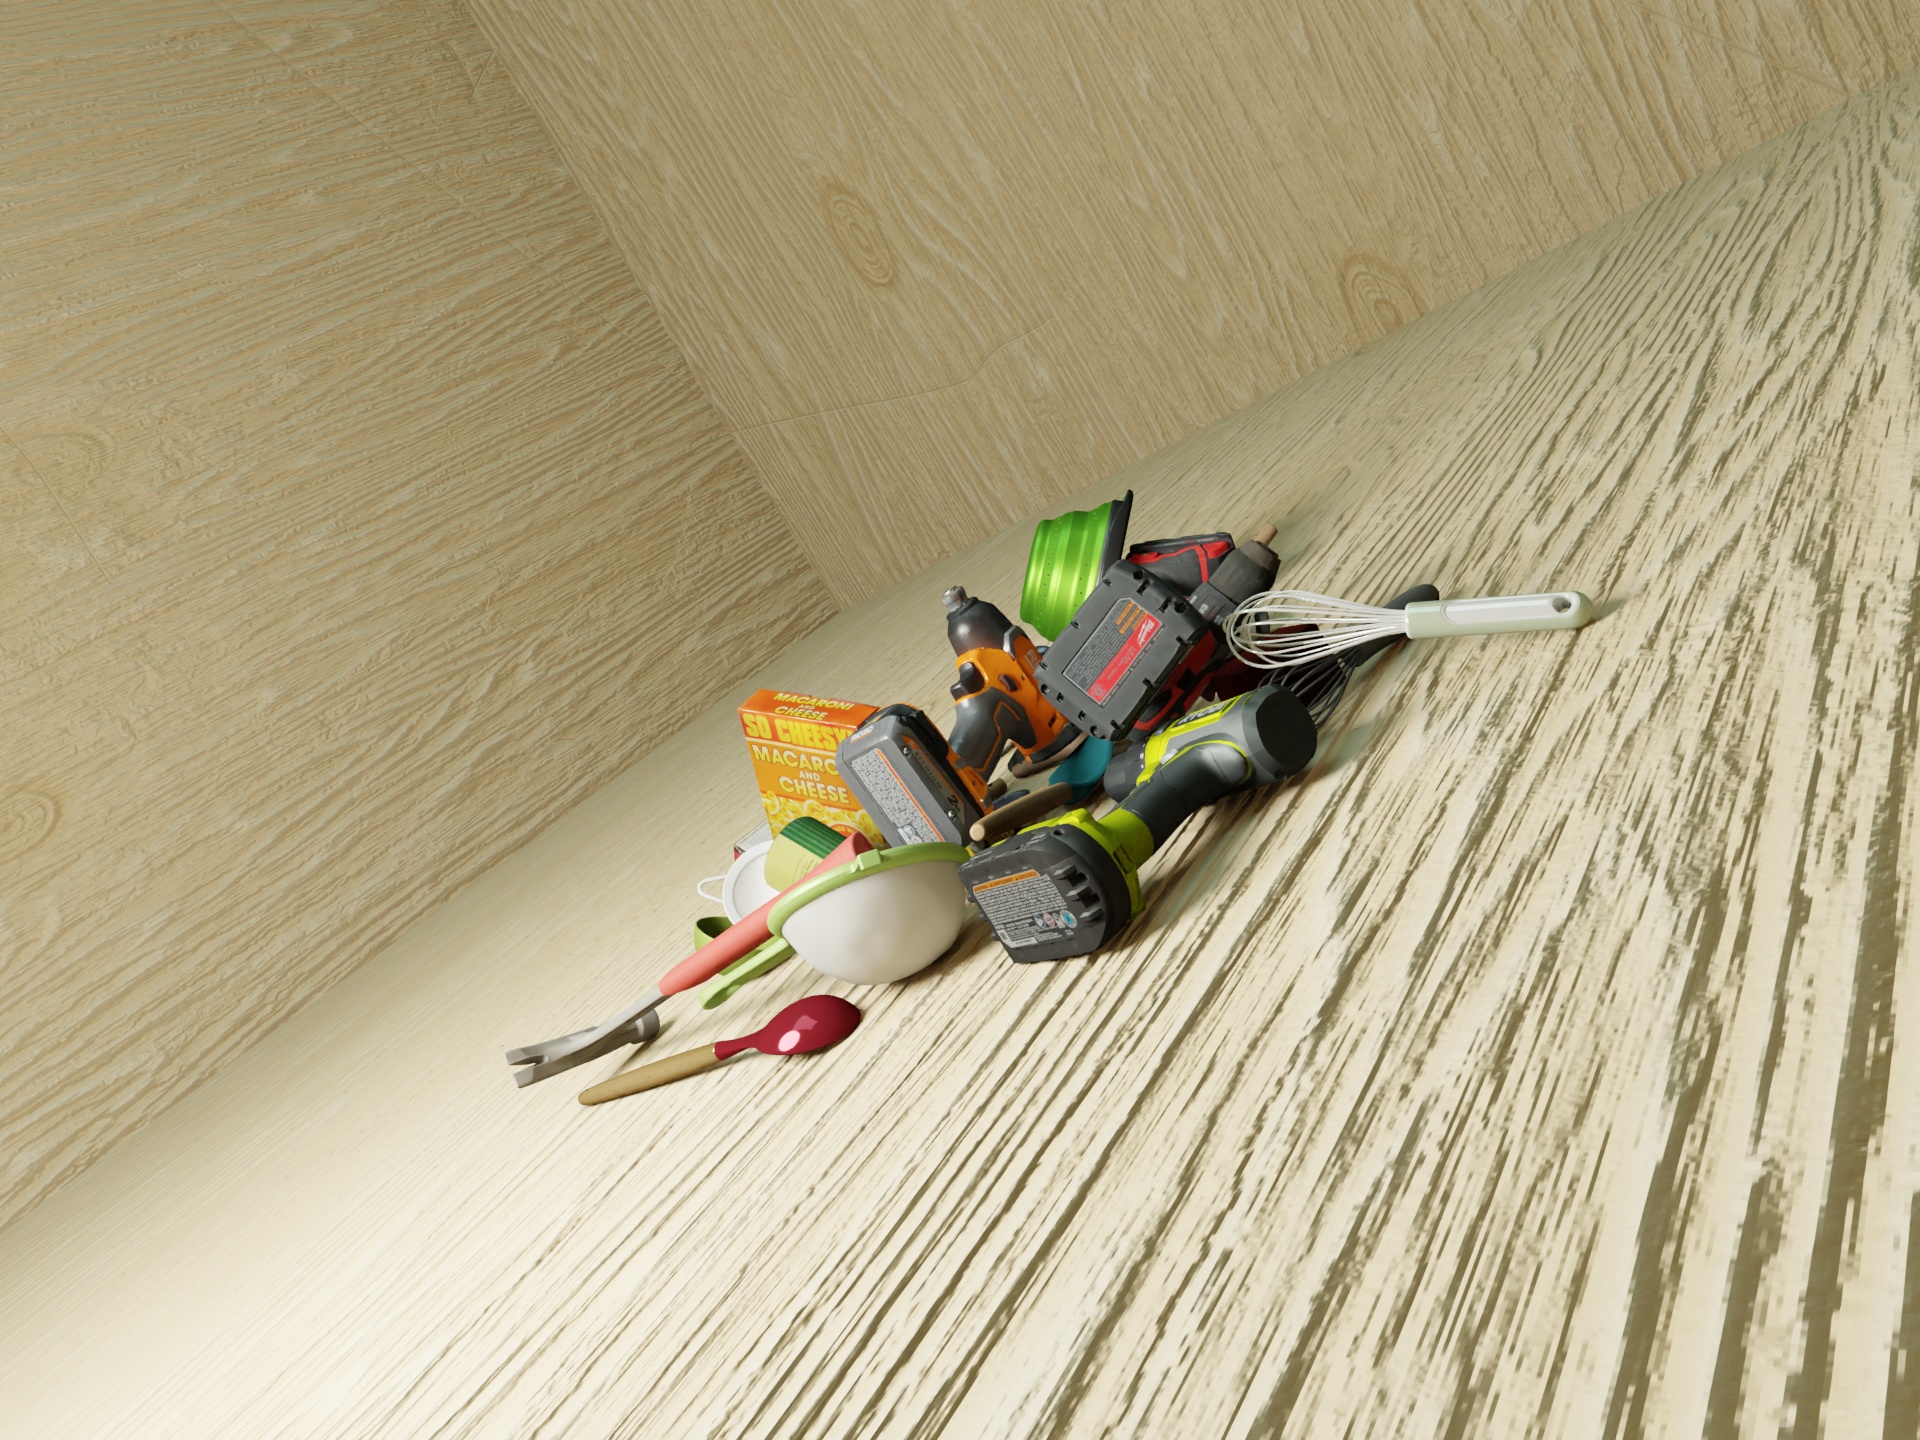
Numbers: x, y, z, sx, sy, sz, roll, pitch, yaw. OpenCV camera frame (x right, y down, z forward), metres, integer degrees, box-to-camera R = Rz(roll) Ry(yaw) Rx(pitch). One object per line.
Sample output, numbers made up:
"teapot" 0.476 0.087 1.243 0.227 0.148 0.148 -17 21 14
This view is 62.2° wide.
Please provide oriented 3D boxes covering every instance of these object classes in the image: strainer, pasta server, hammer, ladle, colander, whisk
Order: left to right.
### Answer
"ladle" -0.193 0.253 1.191 0.315 0.031 0.069 -25 6 38
"hammer" -0.196 0.185 1.223 0.359 0.037 0.149 -36 -14 31
"strainer" -0.093 0.171 1.138 0.256 0.069 0.151 -34 -24 28
"strainer" -0.092 0.134 1.304 0.258 0.050 0.087 -8 59 21
"ladle" -0.091 0.128 1.404 0.320 0.062 0.078 -32 31 -20
"colander" 0.103 -0.103 1.604 0.094 0.204 0.397 12 36 3
"pasta server" 0.160 0.000 1.371 0.316 0.040 0.060 -27 10 42
"whisk" 0.290 -0.047 1.175 0.239 0.055 0.055 -33 9 -36
"whisk" 0.297 -0.068 1.077 0.246 0.059 0.058 -3 65 28

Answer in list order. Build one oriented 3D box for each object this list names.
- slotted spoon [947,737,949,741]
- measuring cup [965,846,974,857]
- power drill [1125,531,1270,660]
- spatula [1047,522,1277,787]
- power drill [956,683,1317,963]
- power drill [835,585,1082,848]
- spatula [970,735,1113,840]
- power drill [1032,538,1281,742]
"slotted spoon" -0.041 0.059 1.452 0.314 0.070 0.031 -43 25 -11
"measuring cup" -0.013 0.089 1.359 0.062 0.029 0.157 -19 19 -9
"power drill" 0.222 -0.113 1.535 0.143 0.078 0.220 -6 21 10
"spatula" 0.170 -0.046 1.355 0.316 0.018 0.060 -50 14 -6
"power drill" 0.110 0.066 1.066 0.228 0.080 0.190 -36 6 -33
"power drill" -0.002 -0.004 1.276 0.084 0.164 0.226 -27 12 41
"spatula" 0.060 0.051 1.195 0.082 0.044 0.317 -46 -11 19
"power drill" 0.160 -0.064 1.201 0.188 0.080 0.226 -53 -17 12
